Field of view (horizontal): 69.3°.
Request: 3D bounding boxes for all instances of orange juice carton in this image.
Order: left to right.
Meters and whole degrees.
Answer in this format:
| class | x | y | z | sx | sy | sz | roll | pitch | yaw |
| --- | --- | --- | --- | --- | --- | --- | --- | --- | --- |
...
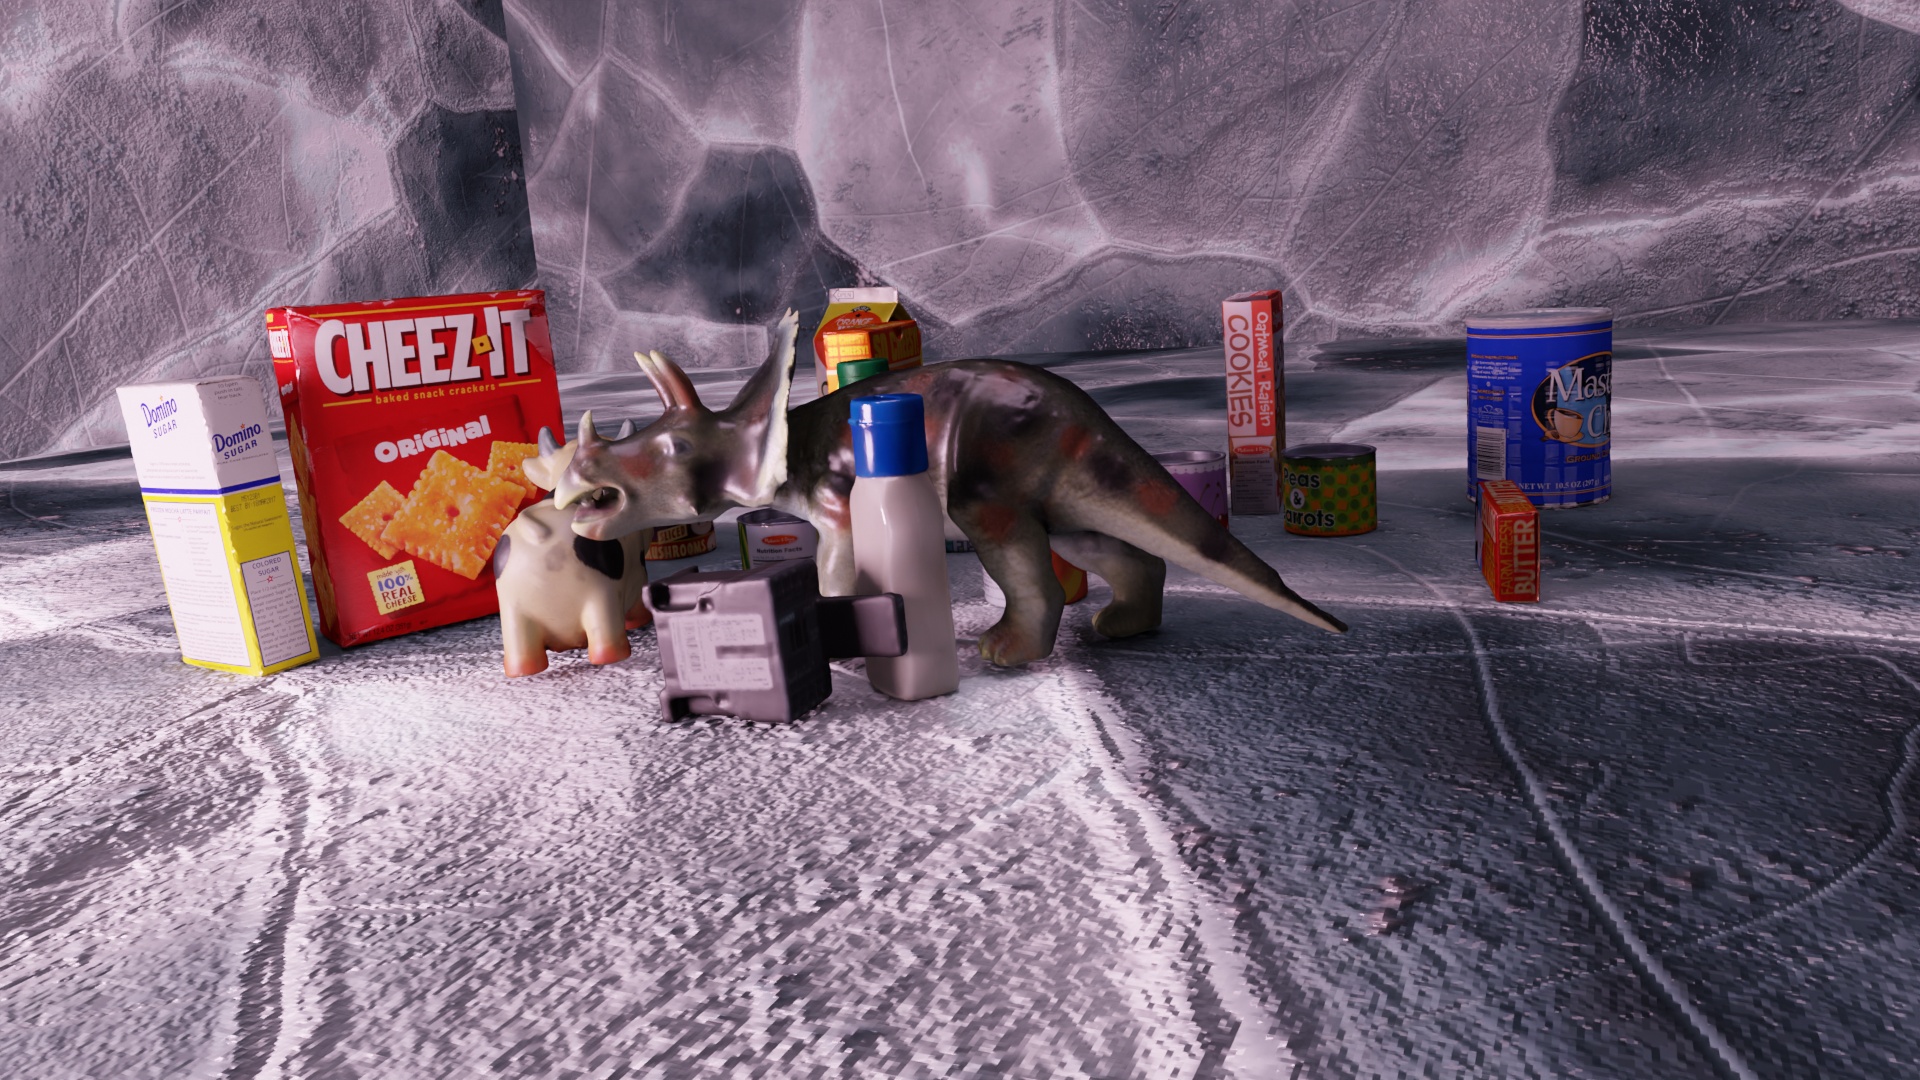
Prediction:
| class | x | y | z | sx | sy | sz | roll | pitch | yaw |
| --- | --- | --- | --- | --- | --- | --- | --- | --- | --- |
| orange juice carton | -0.079 | -0.131 | 1.251 | 0.072 | 0.192 | 0.073 | 1 | 12 | 28 |

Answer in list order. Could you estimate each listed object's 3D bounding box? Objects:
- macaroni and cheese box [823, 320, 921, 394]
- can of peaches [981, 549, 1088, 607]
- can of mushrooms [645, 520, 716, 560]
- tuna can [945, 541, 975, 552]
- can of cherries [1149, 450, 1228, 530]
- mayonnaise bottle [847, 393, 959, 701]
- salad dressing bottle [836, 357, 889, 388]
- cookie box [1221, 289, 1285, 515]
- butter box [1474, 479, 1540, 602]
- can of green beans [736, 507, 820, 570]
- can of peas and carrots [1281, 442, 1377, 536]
| class | x | y | z | sx | sy | sz | roll | pitch | yaw |
| --- | --- | --- | --- | --- | --- | --- | --- | --- | --- |
| macaroni and cheese box | -0.060 | -0.082 | 1.070 | 0.040 | 0.166 | 0.124 | -1 | 12 | 15 |
| can of peaches | 0.047 | 0.007 | 0.865 | 0.071 | 0.058 | 0.071 | -4 | 11 | 1 |
| can of mushrooms | -0.227 | -0.007 | 1.094 | 0.071 | 0.033 | 0.071 | -4 | 11 | 1 |
| tuna can | 0.004 | -0.013 | 1.041 | 0.071 | 0.032 | 0.071 | -4 | 11 | 1 |
| can of cherries | 0.160 | -0.033 | 1.016 | 0.071 | 0.058 | 0.071 | -4 | 11 | 1 |
| mayonnaise bottle | -0.030 | 0.002 | 0.694 | 0.041 | 0.147 | 0.065 | -9 | 12 | -24 |
| salad dressing bottle | -0.062 | -0.053 | 0.975 | 0.044 | 0.147 | 0.064 | 4 | 14 | 36 |
| cookie box | 0.238 | -0.114 | 1.113 | 0.040 | 0.167 | 0.123 | -1 | 12 | 16 |
| butter box | 0.320 | -0.001 | 0.815 | 0.024 | 0.053 | 0.104 | -2 | 12 | 14 |
| can of green beans | -0.110 | 0.010 | 0.907 | 0.071 | 0.057 | 0.071 | -4 | 11 | 1 |
| can of peas and carrots | 0.263 | -0.037 | 0.996 | 0.071 | 0.058 | 0.071 | -4 | 11 | 1 |
